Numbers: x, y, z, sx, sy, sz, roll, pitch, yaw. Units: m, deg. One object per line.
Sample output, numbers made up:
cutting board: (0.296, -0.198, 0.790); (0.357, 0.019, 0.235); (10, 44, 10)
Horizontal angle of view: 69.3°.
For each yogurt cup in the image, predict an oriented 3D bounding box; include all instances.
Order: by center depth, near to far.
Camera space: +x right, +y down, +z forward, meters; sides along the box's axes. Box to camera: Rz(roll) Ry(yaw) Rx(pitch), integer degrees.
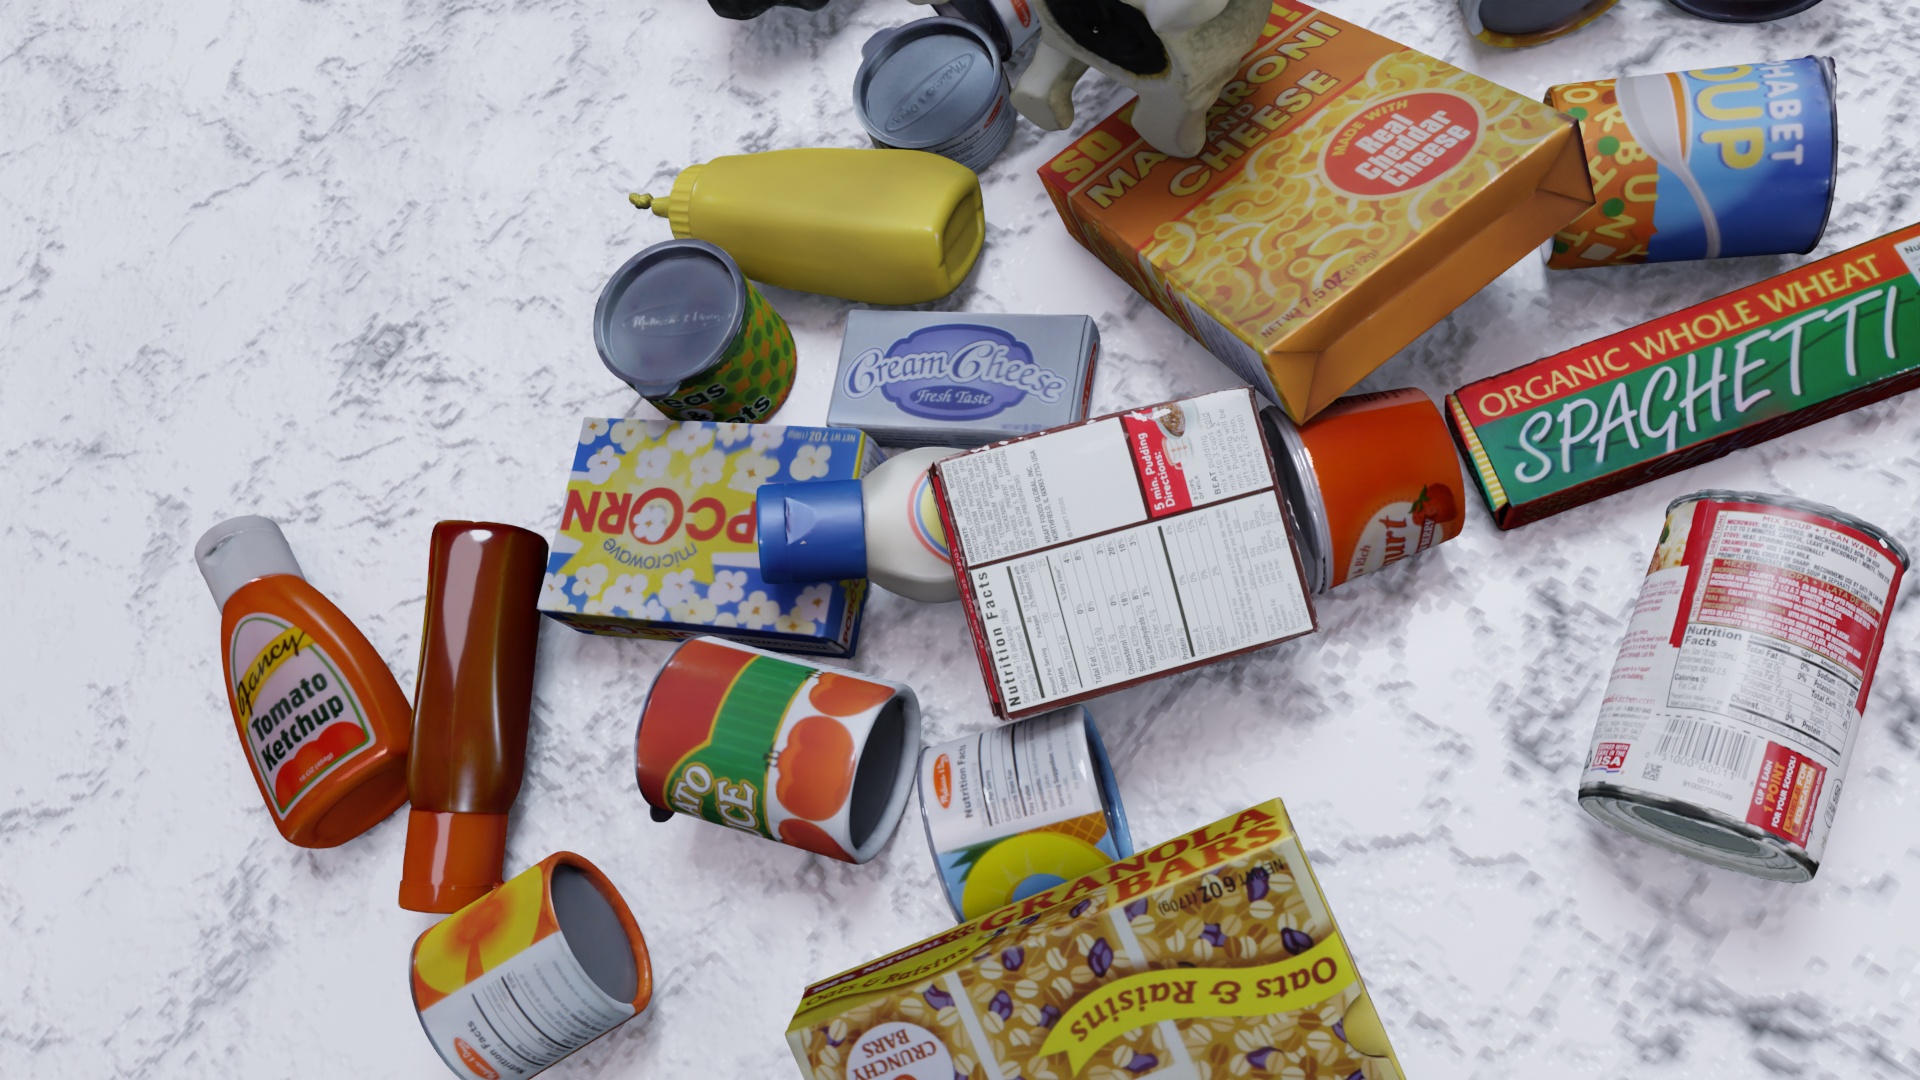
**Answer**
yogurt cup: (0.138, -0.020, 0.481); (0.054, 0.072, 0.072); (-15, 67, 2)

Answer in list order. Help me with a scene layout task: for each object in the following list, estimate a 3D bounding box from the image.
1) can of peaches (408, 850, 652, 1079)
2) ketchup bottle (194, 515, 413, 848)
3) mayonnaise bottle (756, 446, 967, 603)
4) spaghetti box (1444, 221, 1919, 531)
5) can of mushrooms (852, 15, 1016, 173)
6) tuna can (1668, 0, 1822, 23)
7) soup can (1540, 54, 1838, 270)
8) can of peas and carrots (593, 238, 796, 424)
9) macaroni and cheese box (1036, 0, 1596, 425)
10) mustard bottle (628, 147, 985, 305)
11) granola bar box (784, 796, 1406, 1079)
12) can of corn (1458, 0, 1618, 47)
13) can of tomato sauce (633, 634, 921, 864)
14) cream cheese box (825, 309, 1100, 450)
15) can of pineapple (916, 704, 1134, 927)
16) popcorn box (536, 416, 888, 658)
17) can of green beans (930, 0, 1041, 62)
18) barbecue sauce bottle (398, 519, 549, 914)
can of peaches: (-0.153, 0.153, 0.502); (0.058, 0.071, 0.071); (-32, 66, 4)
ketchup bottle: (-0.279, 0.054, 0.586); (0.065, 0.043, 0.149); (-39, 65, 1)
mayonnaise bottle: (0.002, -0.006, 0.503); (0.148, 0.041, 0.065); (-4, 74, -6)
spaghetti box: (0.293, -0.069, 0.471); (0.250, 0.028, 0.050); (-20, 67, 8)
can of mushrooms: (-0.012, -0.191, 0.602); (0.071, 0.033, 0.071); (-5, 70, 15)
tuna can: (0.289, -0.225, 0.506); (0.071, 0.071, 0.033); (17, 75, 21)
soup can: (0.249, -0.132, 0.484); (0.084, 0.071, 0.071); (-1, 71, 16)
can of peas and carrots: (-0.108, -0.080, 0.576); (0.071, 0.058, 0.071); (-5, 70, 15)
macaroni and cheese box: (0.118, -0.128, 0.504); (0.124, 0.040, 0.167); (-37, 41, 0)
mustard bottle: (-0.071, -0.136, 0.587); (0.160, 0.048, 0.066); (11, 47, 23)
granola bar box: (0.047, 0.169, 0.424); (0.165, 0.039, 0.124); (-24, 94, 7)
can of corn: (0.222, -0.233, 0.532); (0.071, 0.071, 0.058); (-14, 69, 11)
can of tomato sauce: (-0.065, 0.077, 0.502); (0.083, 0.071, 0.071); (11, 75, 19)
cream cheese box: (0.001, -0.063, 0.557); (0.104, 0.024, 0.053); (4, 72, 18)
can of pineapple: (0.024, 0.095, 0.472); (0.058, 0.071, 0.071); (-18, 67, 9)
popcorn box: (-0.097, -0.002, 0.555); (0.127, 0.038, 0.085); (4, 73, 18)
can of green beans: (0.018, -0.251, 0.597); (0.058, 0.071, 0.071); (-46, 65, -3)
barbecue sauce bottle: (-0.193, 0.069, 0.547); (0.044, 0.064, 0.148); (4, 80, -5)
